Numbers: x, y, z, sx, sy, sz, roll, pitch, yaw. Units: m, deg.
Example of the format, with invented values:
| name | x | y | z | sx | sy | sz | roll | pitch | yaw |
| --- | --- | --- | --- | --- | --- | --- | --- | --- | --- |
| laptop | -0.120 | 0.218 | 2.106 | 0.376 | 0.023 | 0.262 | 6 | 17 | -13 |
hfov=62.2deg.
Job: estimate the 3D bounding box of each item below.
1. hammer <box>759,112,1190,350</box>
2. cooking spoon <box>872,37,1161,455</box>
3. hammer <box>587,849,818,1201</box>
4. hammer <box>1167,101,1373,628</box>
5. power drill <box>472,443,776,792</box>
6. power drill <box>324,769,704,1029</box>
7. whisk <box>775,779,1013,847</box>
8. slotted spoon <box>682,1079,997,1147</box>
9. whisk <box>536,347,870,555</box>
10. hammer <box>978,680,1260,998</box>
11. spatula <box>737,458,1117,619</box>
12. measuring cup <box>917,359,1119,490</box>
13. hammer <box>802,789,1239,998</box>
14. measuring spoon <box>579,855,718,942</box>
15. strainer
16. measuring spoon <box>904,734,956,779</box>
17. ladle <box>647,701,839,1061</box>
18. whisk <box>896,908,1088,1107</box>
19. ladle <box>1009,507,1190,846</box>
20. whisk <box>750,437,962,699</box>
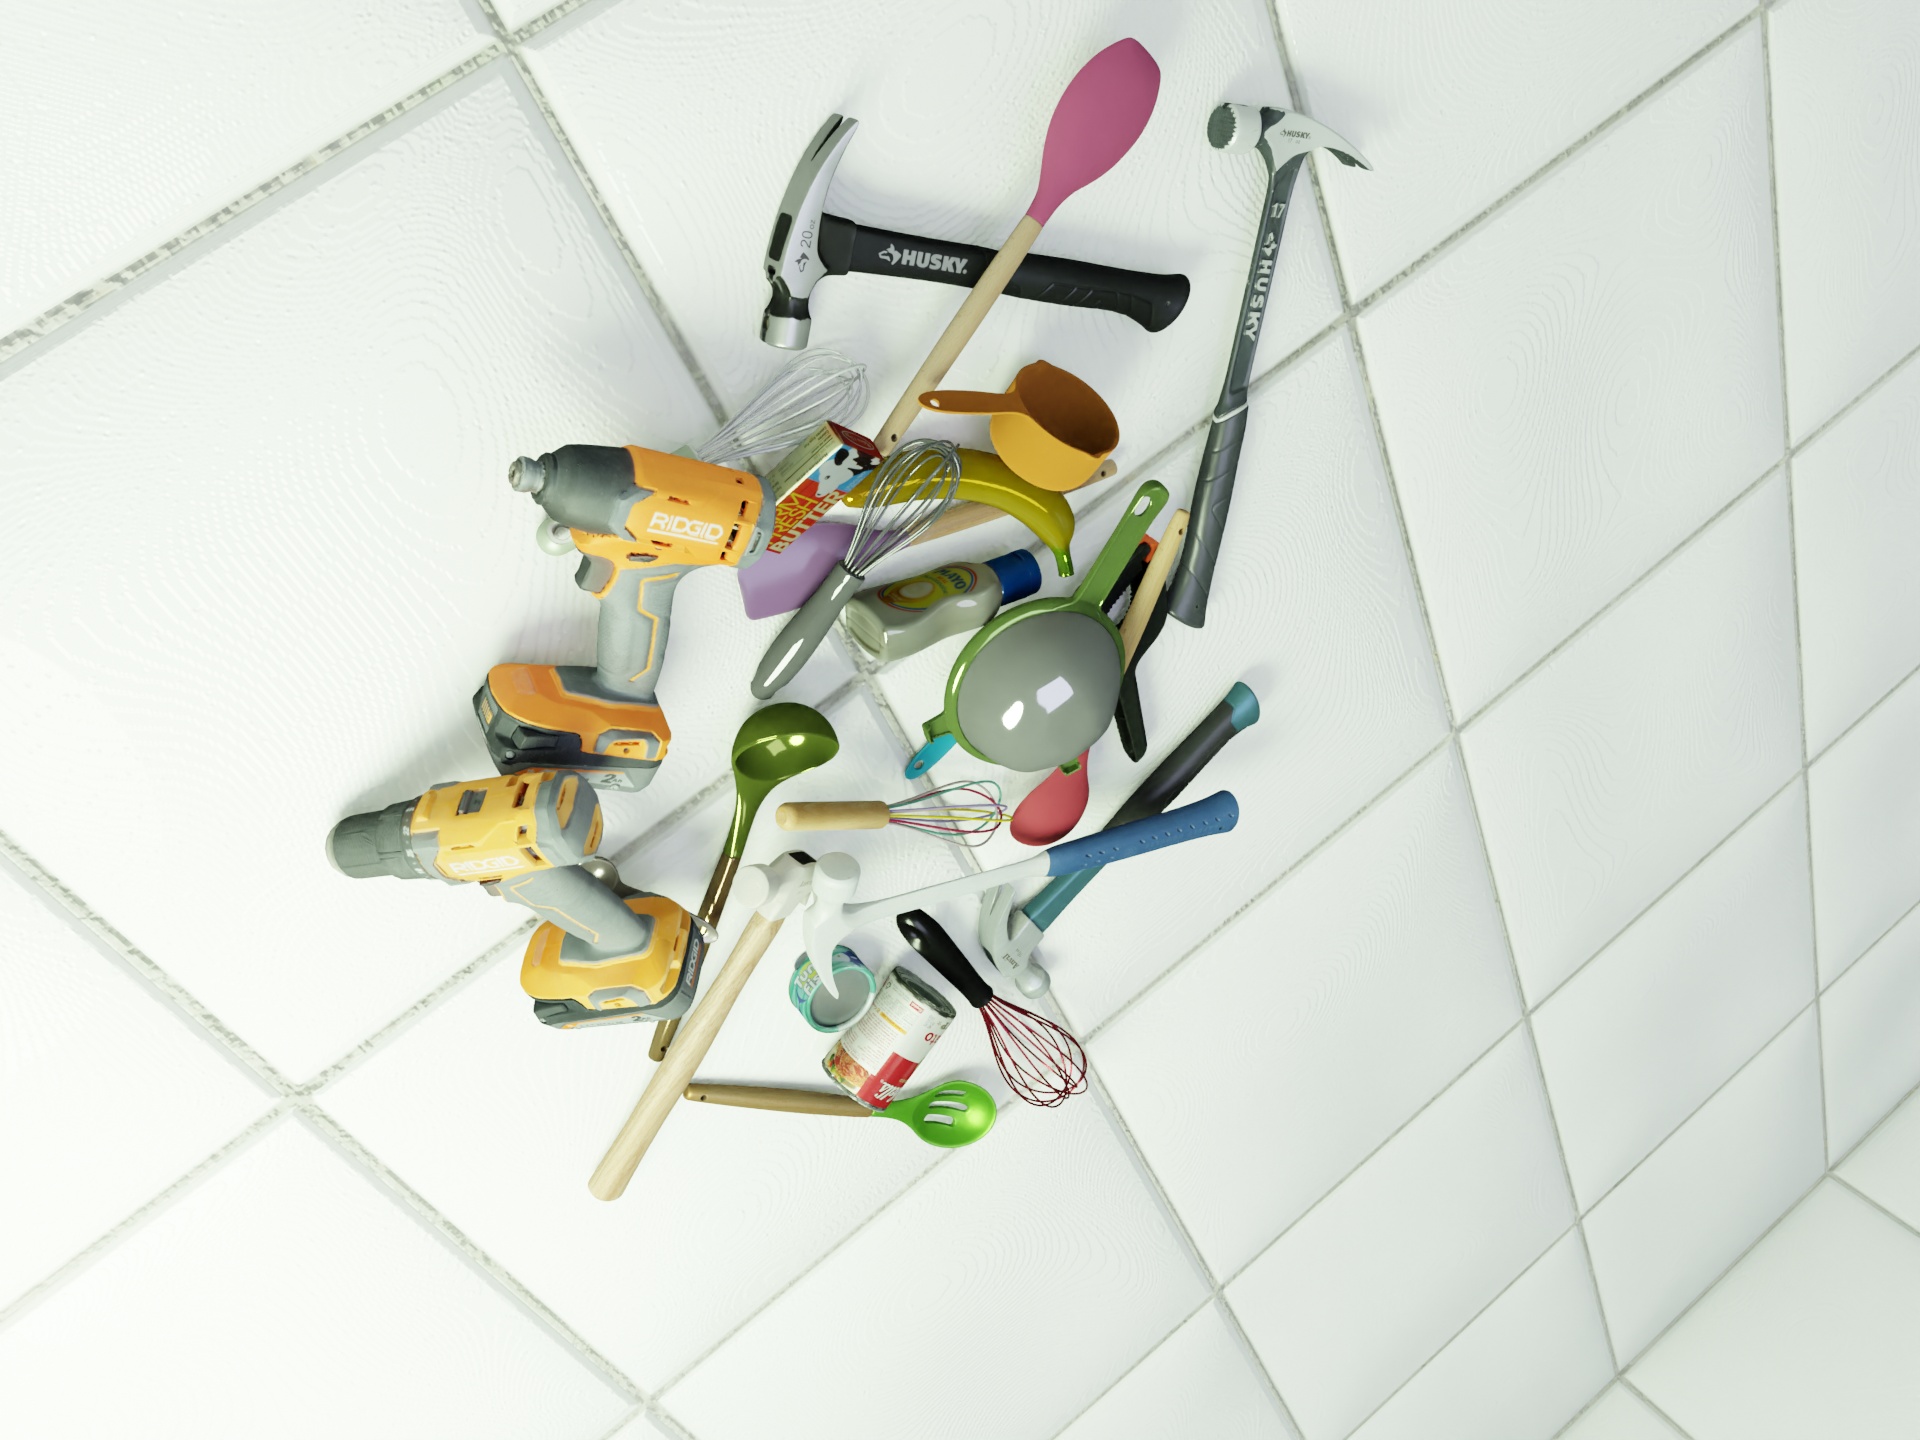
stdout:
| name | x | y | z | sx | sy | sz | roll | pitch | yaw |
| --- | --- | --- | --- | --- | --- | --- | --- | --- | --- |
| hammer | 0.025 | -0.315 | 1.093 | 0.334 | 0.035 | 0.146 | -2 | 116 | -33 |
| cooking spoon | 0.035 | -0.312 | 1.066 | 0.068 | 0.017 | 0.319 | 31 | 96 | -40 |
| hammer | -0.198 | 0.237 | 1.222 | 0.331 | 0.031 | 0.130 | -58 | 161 | 15 |
| hammer | 0.220 | -0.264 | 1.252 | 0.149 | 0.036 | 0.408 | -7 | 118 | -32 |
| power drill | -0.230 | -0.069 | 1.003 | 0.164 | 0.084 | 0.226 | 9 | 120 | -36 |
| power drill | -0.293 | 0.121 | 1.060 | 0.185 | 0.084 | 0.226 | -8 | 139 | 17 |
| whisk | -0.043 | 0.071 | 1.218 | 0.244 | 0.047 | 0.051 | 3 | 124 | -49 |
| slotted spoon | -0.099 | 0.329 | 1.367 | 0.313 | 0.031 | 0.070 | 15 | 105 | -36 |
| whisk | -0.166 | -0.173 | 1.039 | 0.246 | 0.059 | 0.058 | -31 | 91 | -12 |
| hammer | 0.143 | 0.095 | 1.397 | 0.331 | 0.033 | 0.128 | -45 | 132 | -5 |
| spatula | -0.018 | -0.144 | 1.168 | 0.316 | 0.018 | 0.059 | -21 | 121 | -22 |
| measuring cup | 0.031 | -0.204 | 1.117 | 0.173 | 0.095 | 0.052 | -5 | 148 | -37 |
| hammer | 0.056 | 0.122 | 1.292 | 0.405 | 0.035 | 0.144 | -13 | 138 | -29 |
| measuring spoon | -0.229 | 0.131 | 1.161 | 0.124 | 0.018 | 0.034 | 32 | 106 | -27 |
| strainer | 0.093 | -0.055 | 1.174 | 0.151 | 0.069 | 0.256 | 15 | 117 | -34 |
| measuring spoon | -0.002 | -0.004 | 1.260 | 0.128 | 0.021 | 0.042 | -46 | 131 | 8 |
| ladle | -0.174 | 0.128 | 1.188 | 0.078 | 0.062 | 0.320 | 8 | 112 | -40 |
| whisk | 0.028 | 0.252 | 1.388 | 0.073 | 0.073 | 0.295 | -43 | 125 | -7 |
| ladle | 0.116 | -0.025 | 1.272 | 0.069 | 0.031 | 0.315 | 5 | 118 | -36 |
| whisk | -0.076 | -0.102 | 1.108 | 0.055 | 0.055 | 0.239 | 22 | 117 | -39 |
